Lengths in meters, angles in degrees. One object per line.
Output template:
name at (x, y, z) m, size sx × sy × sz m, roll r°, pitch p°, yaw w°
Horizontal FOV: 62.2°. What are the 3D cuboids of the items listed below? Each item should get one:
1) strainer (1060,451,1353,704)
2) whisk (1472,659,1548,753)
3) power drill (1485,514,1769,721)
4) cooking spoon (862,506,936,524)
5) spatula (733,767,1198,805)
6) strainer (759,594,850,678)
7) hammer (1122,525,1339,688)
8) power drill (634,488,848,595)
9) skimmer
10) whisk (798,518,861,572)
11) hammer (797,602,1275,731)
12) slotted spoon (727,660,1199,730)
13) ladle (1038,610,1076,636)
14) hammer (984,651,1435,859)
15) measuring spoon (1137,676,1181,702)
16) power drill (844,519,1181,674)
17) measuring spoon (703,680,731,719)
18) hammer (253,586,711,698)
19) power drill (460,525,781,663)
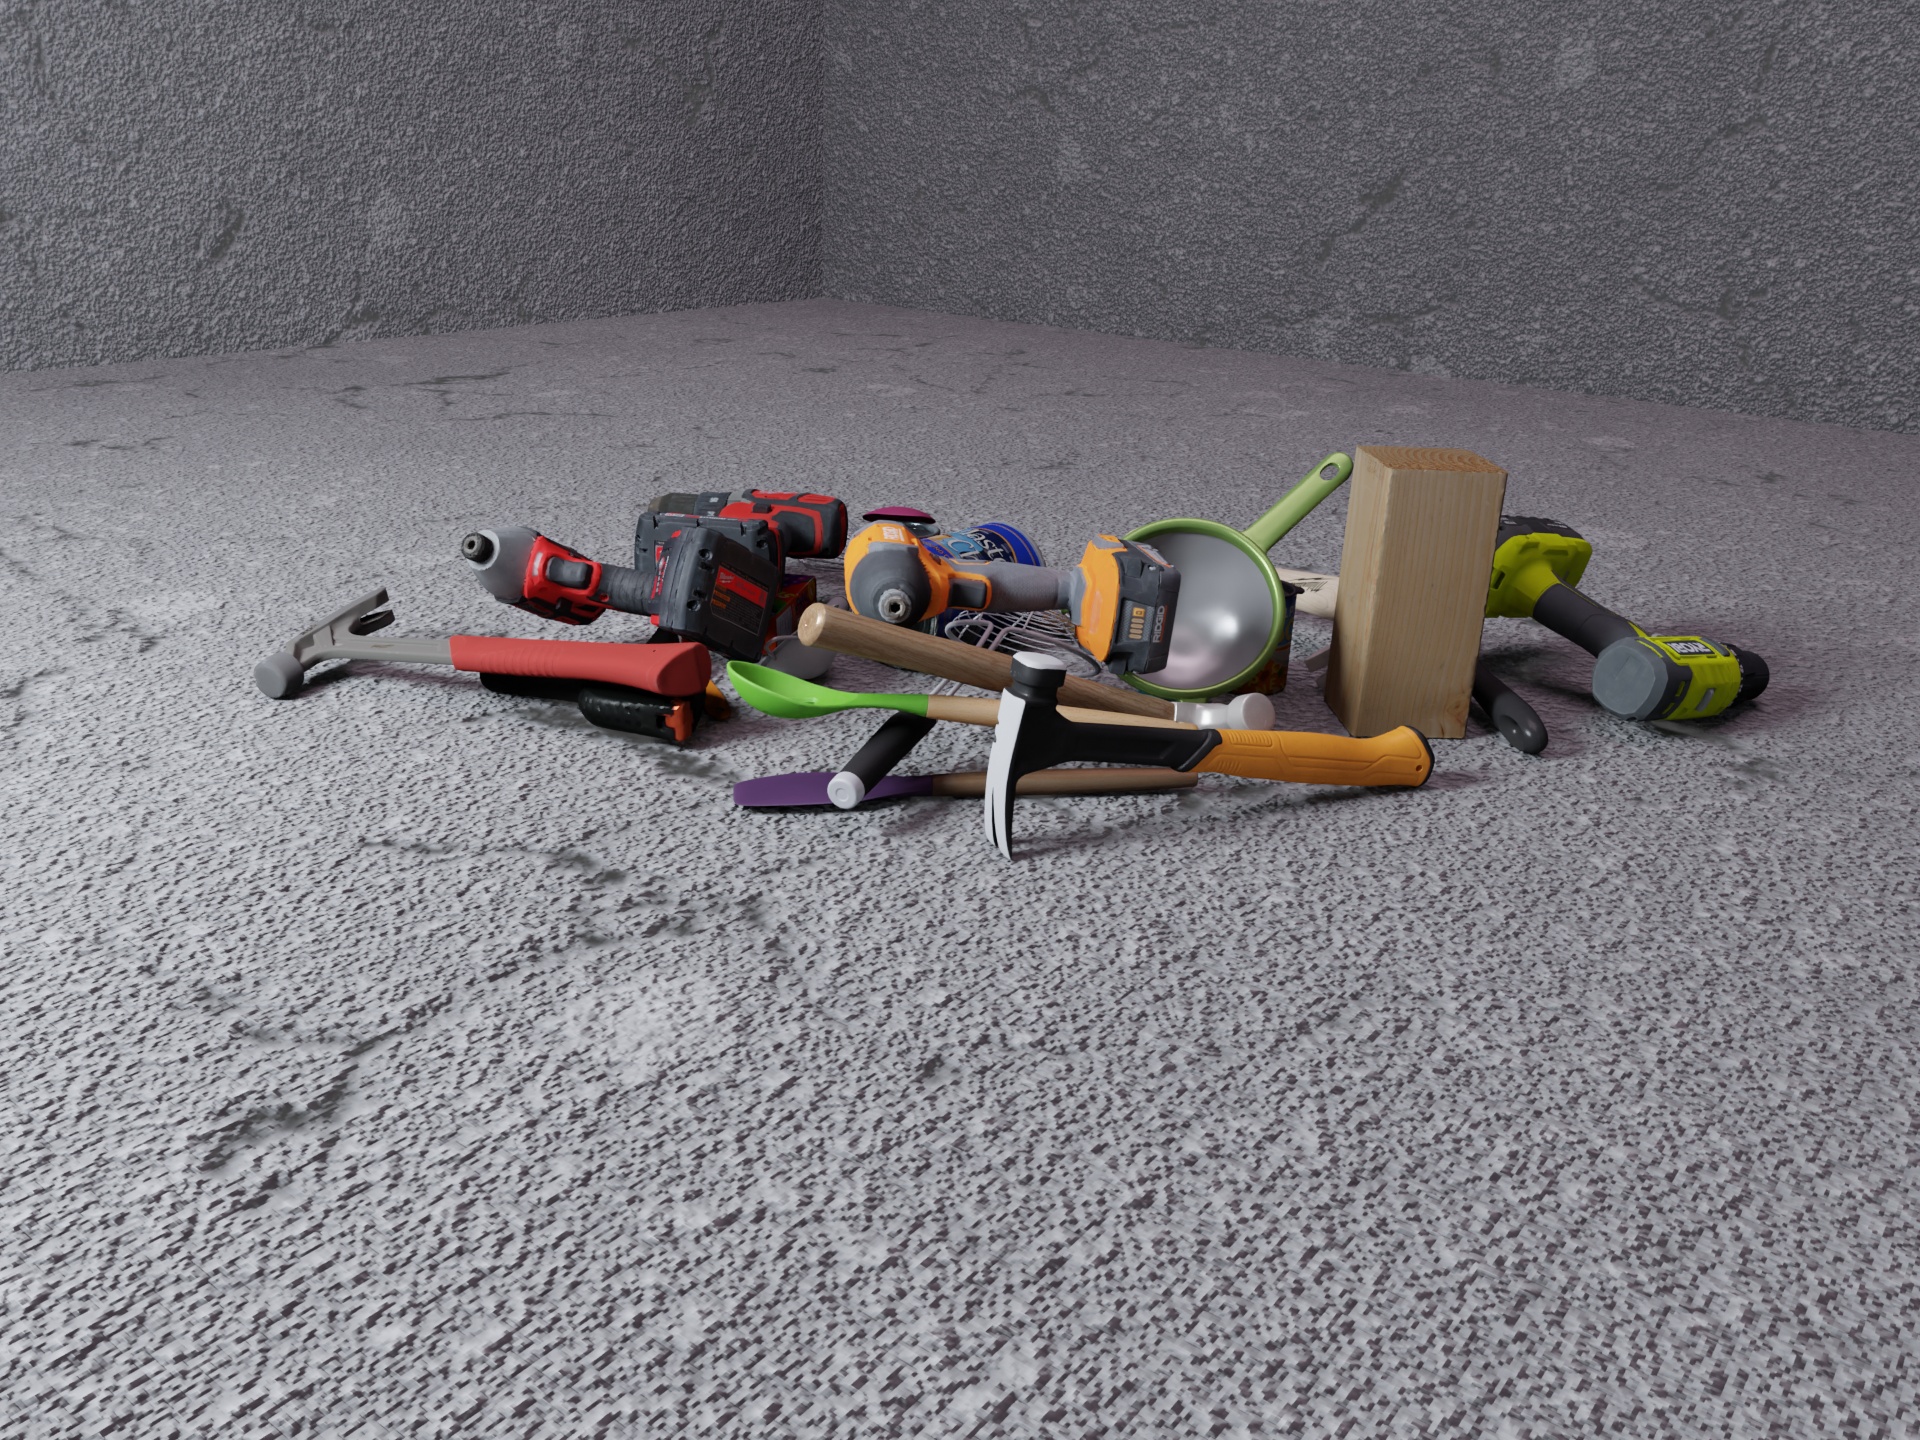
strainer at (0.211, -0.111, 1.240) m, size 0.256 × 0.069 × 0.152 m, roll -42°, pitch 71°, yaw -11°
whisk at (0.408, -0.047, 1.299) m, size 0.073 × 0.073 × 0.296 m, roll -1°, pitch 26°, yaw -7°
power drill at (0.540, -0.080, 1.314) m, size 0.190 × 0.080 × 0.229 m, roll -3°, pitch 36°, yaw -36°
cooking spoon at (-0.061, -0.201, 1.582) m, size 0.068 × 0.017 × 0.319 m, roll 3°, pitch 5°, yaw -3°
spatula at (0.006, 0.042, 1.075) m, size 0.316 × 0.018 × 0.060 m, roll -1°, pitch 19°, yaw -7°
strainer at (-0.118, -0.076, 1.345) m, size 0.087 × 0.050 × 0.258 m, roll -39°, pitch 8°, yaw 14°
hammer at (0.258, -0.126, 1.478) m, size 0.146 × 0.038 × 0.411 m, roll -41°, pitch 27°, yaw -12°
power drill at (-0.213, -0.160, 1.397) m, size 0.188 × 0.080 × 0.227 m, roll 6°, pitch 19°, yaw 10°
skimmer at (-0.002, -0.004, 1.152) m, size 0.127 × 0.090 × 0.363 m, roll 12°, pitch 30°, yaw 20°
whisk at (-0.072, -0.149, 1.530) m, size 0.285 × 0.070 × 0.070 m, roll 26°, pitch 31°, yaw 37°
hammer at (0.044, -0.027, 1.071) m, size 0.331 × 0.031 × 0.130 m, roll 13°, pitch -13°, yaw -28°
slotted spoon at (0.004, -0.006, 1.040) m, size 0.313 × 0.031 × 0.070 m, roll 6°, pitch 13°, yaw -8°
ladle at (0.092, -0.087, 1.413) m, size 0.069 × 0.031 × 0.316 m, roll -11°, pitch 23°, yaw -38°
hammer at (0.173, 0.029, 1.049) m, size 0.336 × 0.127 × 0.034 m, roll 3°, pitch 17°, yaw -26°
measuring spoon at (0.175, -0.009, 1.220) m, size 0.042 × 0.021 × 0.129 m, roll -6°, pitch 21°, yaw -19°
power drill at (0.032, -0.087, 1.106) m, size 0.226 × 0.084 × 0.164 m, roll 6°, pitch 16°, yaw -6°
measuring spoon at (-0.196, -0.024, 1.238) m, size 0.021 × 0.011 × 0.117 m, roll -5°, pitch 22°, yaw -18°
hammer at (-0.344, -0.053, 1.191) m, size 0.359 × 0.036 × 0.149 m, roll 4°, pitch 29°, yaw 22°
power drill at (-0.260, -0.104, 1.194) m, size 0.220 × 0.078 × 0.143 m, roll 9°, pitch -8°, yaw 25°
